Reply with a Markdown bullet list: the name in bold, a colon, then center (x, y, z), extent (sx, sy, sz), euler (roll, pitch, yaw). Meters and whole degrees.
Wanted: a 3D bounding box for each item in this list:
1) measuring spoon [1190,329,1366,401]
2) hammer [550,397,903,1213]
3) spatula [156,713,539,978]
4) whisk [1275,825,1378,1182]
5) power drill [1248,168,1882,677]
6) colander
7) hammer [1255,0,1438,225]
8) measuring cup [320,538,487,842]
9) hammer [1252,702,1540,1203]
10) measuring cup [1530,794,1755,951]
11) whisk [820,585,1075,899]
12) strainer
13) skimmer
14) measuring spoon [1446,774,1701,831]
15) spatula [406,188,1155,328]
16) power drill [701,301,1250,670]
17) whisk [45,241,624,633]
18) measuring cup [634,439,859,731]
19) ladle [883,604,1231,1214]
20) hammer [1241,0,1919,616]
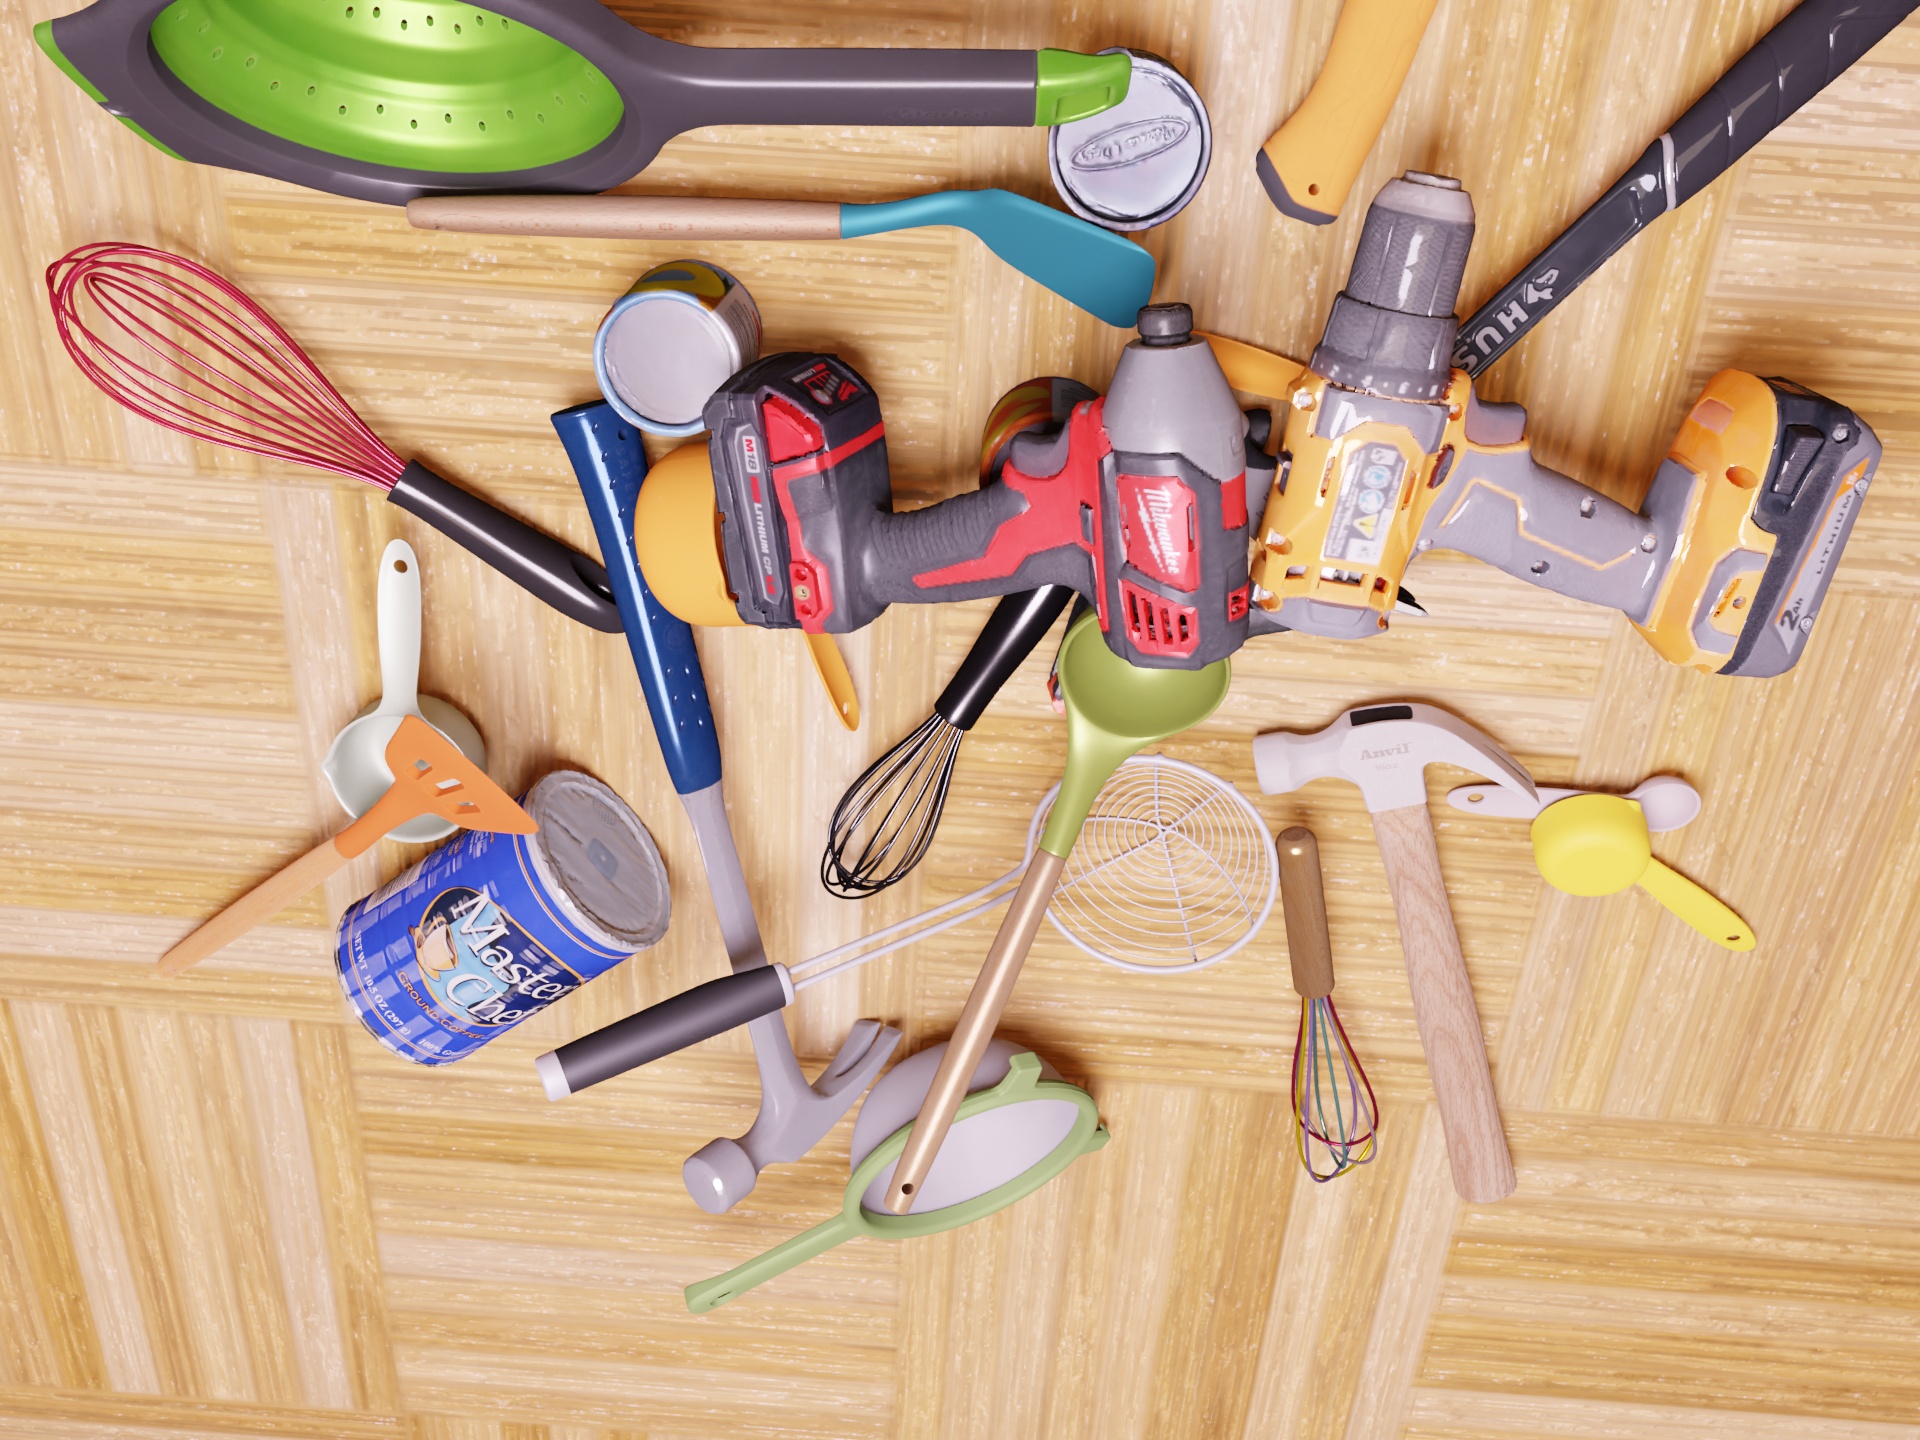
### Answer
- **measuring spoon**: center (0.143, -0.159, 0.729), extent (0.117, 0.011, 0.021), euler (16, 118, -2)
- **hammer**: center (-0.124, 0.040, 0.799), extent (0.035, 0.144, 0.405), euler (5, 115, 42)
- **spatula**: center (-0.335, 0.079, 0.821), extent (0.322, 0.041, 0.081), euler (-29, 115, 30)
- **whisk**: center (0.195, 0.156, 0.854), extent (0.047, 0.051, 0.244), euler (-8, 121, 10)
- **power drill**: center (0.244, -0.115, 0.650), extent (0.226, 0.084, 0.185), euler (8, 114, -4)
- **colander**: center (-0.134, -0.278, 0.611), extent (0.397, 0.204, 0.094), euler (0, 85, 1)
- **hammer**: center (0.206, -0.355, 0.611), extent (0.127, 0.034, 0.336), euler (18, 117, -5)
- **measuring cup**: center (-0.278, -0.018, 0.806), extent (0.083, 0.038, 0.167), euler (8, 115, -1)
- **hammer**: center (0.259, 0.135, 0.856), extent (0.130, 0.031, 0.331), euler (-12, 118, 17)
- **measuring cup**: center (0.362, 0.091, 0.827), extent (0.156, 0.029, 0.062), euler (32, 133, -18)
- **whisk**: center (0.000, -0.002, 0.797), extent (0.055, 0.055, 0.239), euler (30, 110, -12)
- **strainer**: center (-0.049, 0.248, 0.895), extent (0.256, 0.069, 0.151), euler (-29, 144, 5)
- **skimmer**: center (-0.021, 0.116, 0.769), extent (0.363, 0.090, 0.127), euler (-20, 114, -19)
- **measuring spoon**: center (0.314, 0.038, 0.820), extent (0.124, 0.018, 0.034), euler (2, 132, 9)
- **spatula**: center (-0.077, -0.204, 0.680), extent (0.317, 0.082, 0.044), euler (1, 83, -1)
- **power drill**: center (0.010, -0.099, 0.660), extent (0.220, 0.078, 0.143), euler (5, 117, 23)
- **whisk**: center (-0.279, -0.123, 0.741), extent (0.295, 0.073, 0.073), euler (32, 114, -19)
- **measuring cup**: center (-0.098, -0.057, 0.760), extent (0.052, 0.095, 0.173), euler (0, 136, 24)
- **ladle**: center (0.034, 0.088, 0.734), extent (0.078, 0.062, 0.320), euler (23, 94, -8)
- **hammer**: center (0.282, -0.209, 0.665), extent (0.409, 0.036, 0.149), euler (-42, 111, 16)
